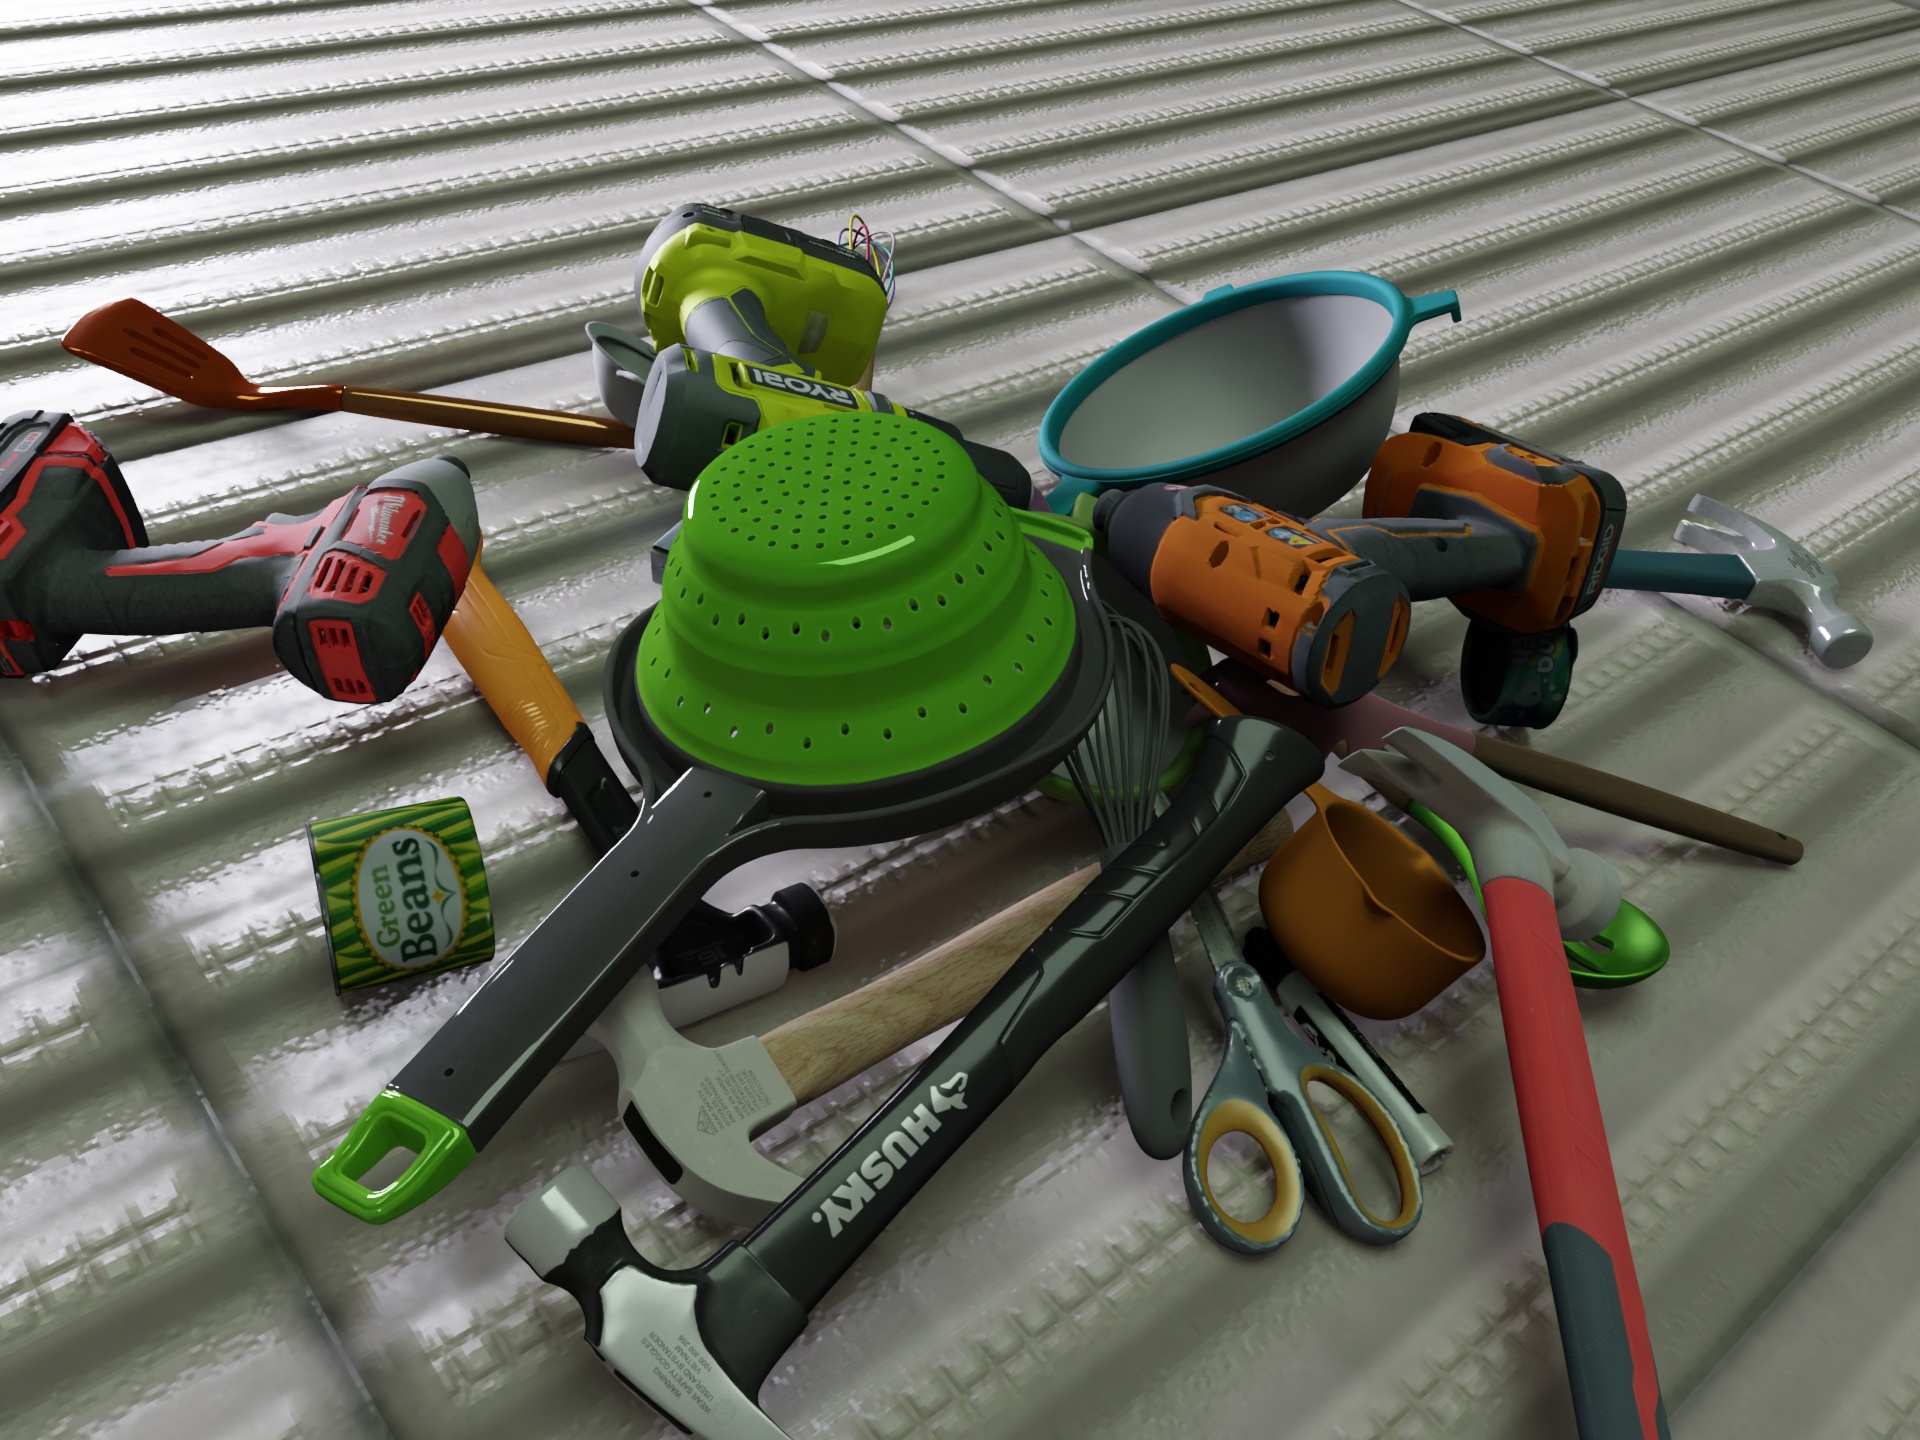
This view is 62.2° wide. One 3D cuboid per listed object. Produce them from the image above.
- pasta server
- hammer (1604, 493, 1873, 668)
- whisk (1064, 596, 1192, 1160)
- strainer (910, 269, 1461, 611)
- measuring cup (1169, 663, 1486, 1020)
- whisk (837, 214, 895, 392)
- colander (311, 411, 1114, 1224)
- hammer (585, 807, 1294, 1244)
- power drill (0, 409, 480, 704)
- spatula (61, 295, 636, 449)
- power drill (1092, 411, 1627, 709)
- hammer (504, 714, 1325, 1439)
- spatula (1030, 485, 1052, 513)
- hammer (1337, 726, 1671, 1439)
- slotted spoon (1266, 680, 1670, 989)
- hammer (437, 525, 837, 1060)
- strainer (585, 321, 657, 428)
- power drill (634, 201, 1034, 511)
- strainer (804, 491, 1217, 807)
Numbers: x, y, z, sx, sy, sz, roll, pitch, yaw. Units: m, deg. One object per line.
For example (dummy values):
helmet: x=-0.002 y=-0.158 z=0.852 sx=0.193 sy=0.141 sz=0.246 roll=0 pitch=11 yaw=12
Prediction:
pasta server: x=0.253 y=0.025 z=0.736 sx=0.316 sy=0.040 sz=0.060 roll=16 pitch=41 yaw=-13
hammer: x=0.345 y=-0.089 z=0.917 sx=0.331 sy=0.033 sz=0.128 roll=3 pitch=42 yaw=-8
whisk: x=0.065 y=0.053 z=0.628 sx=0.055 sy=0.055 sz=0.239 roll=2 pitch=59 yaw=-10
strainer: x=0.110 y=-0.119 z=0.868 sx=0.340 sy=0.095 sz=0.211 roll=-41 pitch=32 yaw=-18
measuring cup: x=0.137 y=0.051 z=0.665 sx=0.174 sy=0.052 sz=0.095 roll=45 pitch=24 yaw=15
whisk: x=-0.067 y=-0.255 z=1.019 sx=0.051 sy=0.047 sz=0.245 roll=6 pitch=44 yaw=-6
colander: x=-0.085 y=-0.004 z=0.563 sx=0.205 sy=0.094 sz=0.397 roll=17 pitch=47 yaw=26
hammer: x=0.019 y=0.094 z=0.627 sx=0.331 sy=0.031 sz=0.130 roll=-21 pitch=66 yaw=-37
power drill: x=-0.328 y=-0.077 z=0.710 sx=0.219 sy=0.078 sz=0.143 roll=4 pitch=44 yaw=4
spatula: x=-0.320 y=-0.185 z=0.889 sx=0.322 sy=0.041 sz=0.081 roll=7 pitch=34 yaw=-6
power drill: x=0.180 y=-0.084 z=0.739 sx=0.226 sy=0.084 sz=0.164 roll=-17 pitch=36 yaw=-34
hammer: x=0.023 y=0.109 z=0.546 sx=0.146 sy=0.035 sz=0.335 roll=44 pitch=61 yaw=9
spatula: x=-0.051 y=-0.159 z=0.893 sx=0.060 sy=0.018 sz=0.316 roll=-38 pitch=46 yaw=-13
hammer: x=0.198 y=0.176 z=0.520 sx=0.143 sy=0.038 sz=0.387 roll=31 pitch=42 yaw=-27
slotted spoon: x=0.204 y=0.023 z=0.766 sx=0.070 sy=0.031 sz=0.314 roll=-17 pitch=46 yaw=-28
hammer: x=-0.190 y=0.006 z=0.701 sx=0.127 sy=0.034 sz=0.337 roll=-17 pitch=47 yaw=-30
strainer: x=-0.173 y=-0.219 z=0.943 sx=0.086 sy=0.050 sz=0.259 roll=35 pitch=25 yaw=-16
power drill: x=-0.074 y=-0.172 z=0.812 sx=0.190 sy=0.080 sz=0.229 roll=9 pitch=34 yaw=-25
strainer: x=-0.001 y=-0.002 z=0.708 sx=0.256 sy=0.069 sz=0.151 roll=-21 pitch=75 yaw=-34
